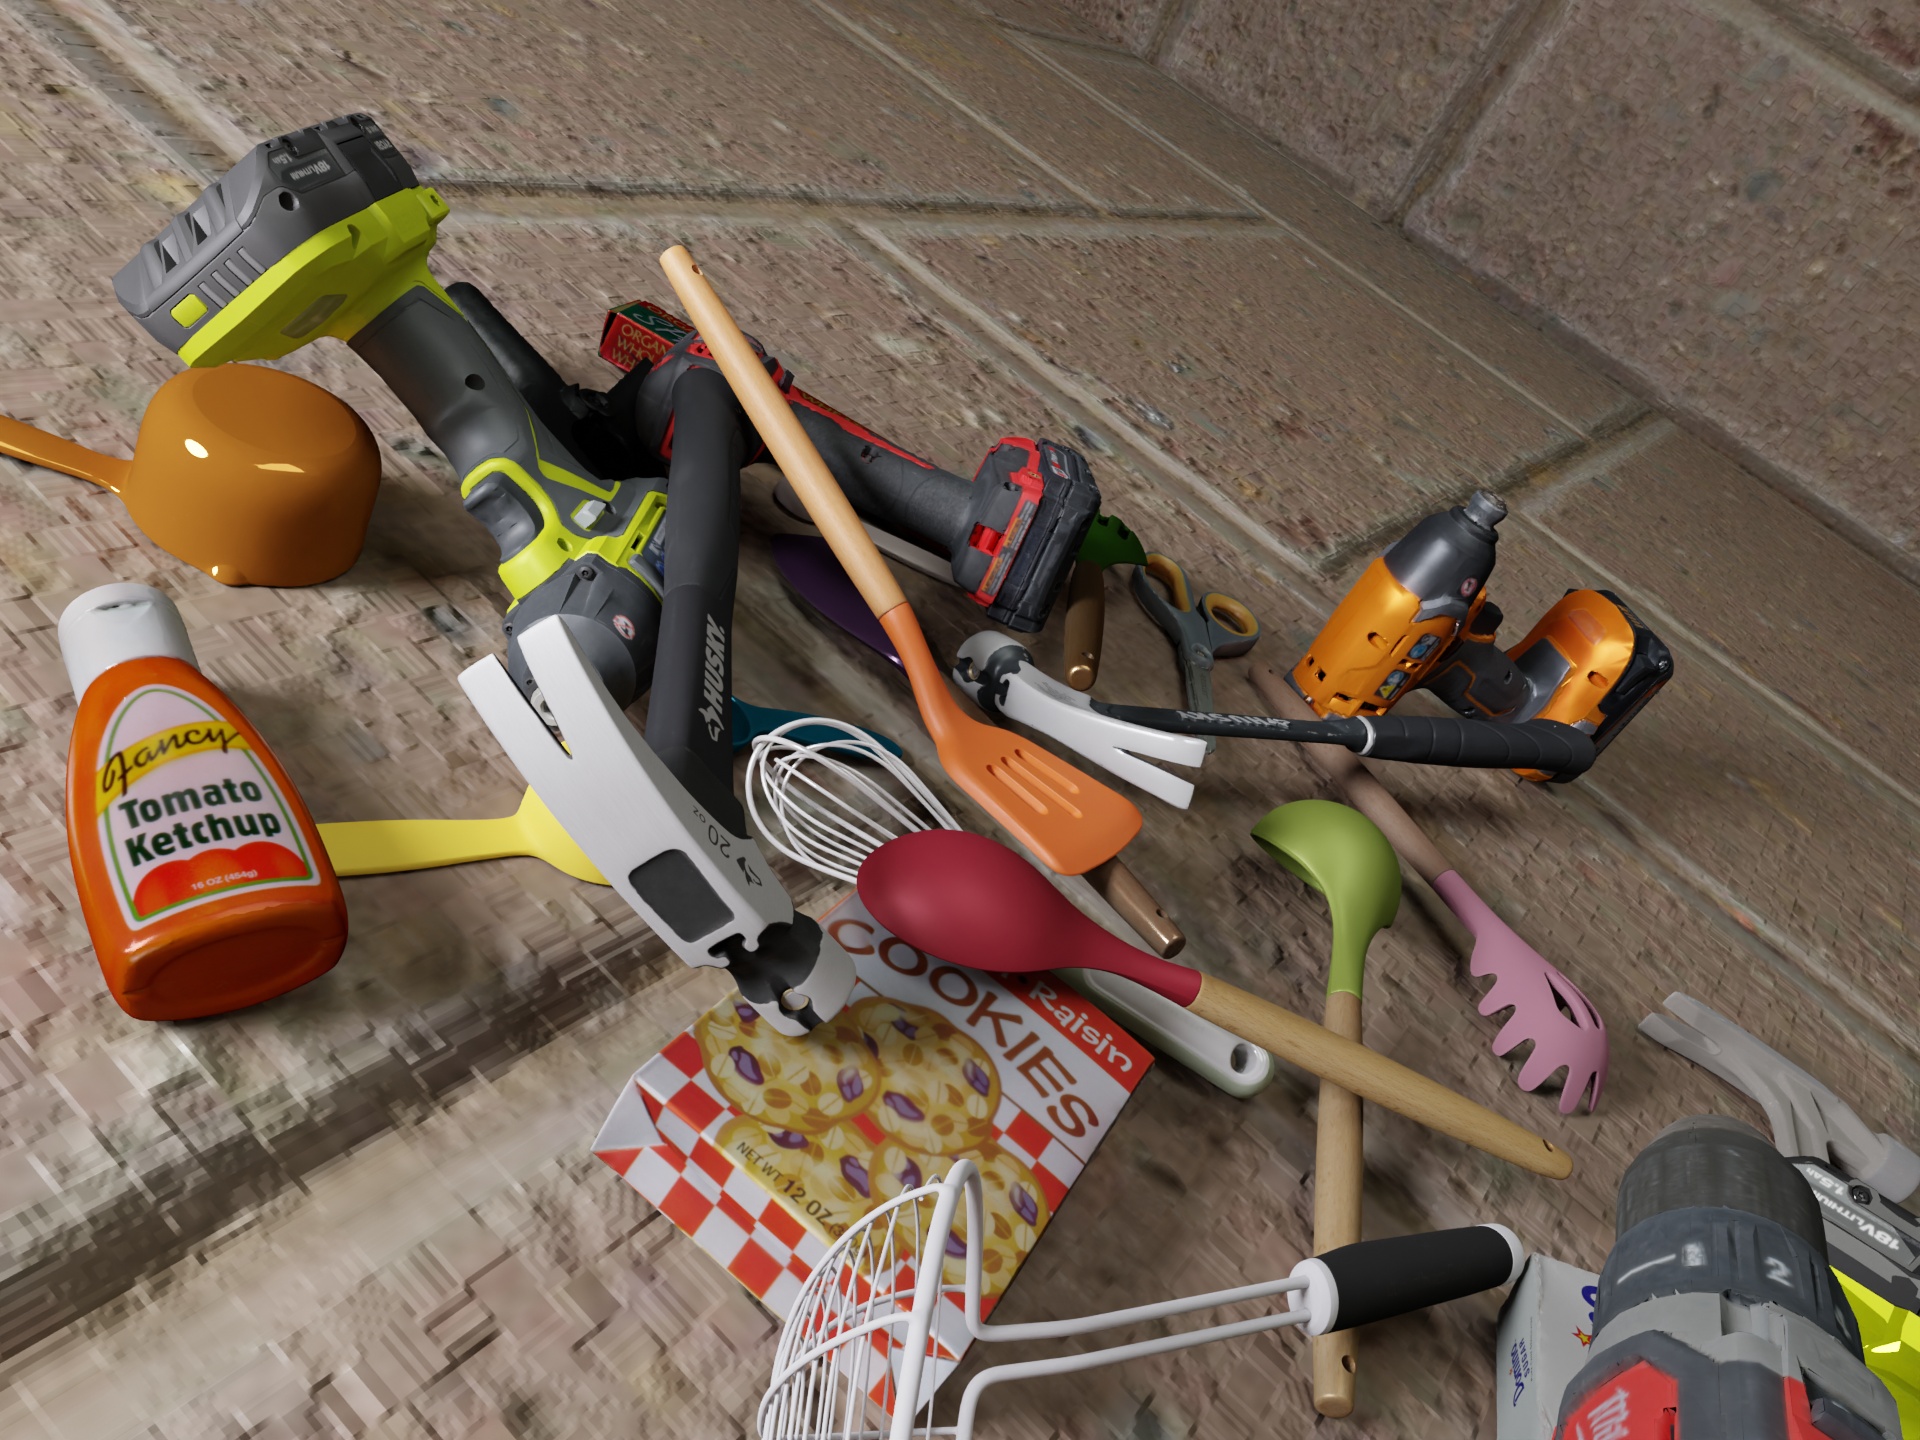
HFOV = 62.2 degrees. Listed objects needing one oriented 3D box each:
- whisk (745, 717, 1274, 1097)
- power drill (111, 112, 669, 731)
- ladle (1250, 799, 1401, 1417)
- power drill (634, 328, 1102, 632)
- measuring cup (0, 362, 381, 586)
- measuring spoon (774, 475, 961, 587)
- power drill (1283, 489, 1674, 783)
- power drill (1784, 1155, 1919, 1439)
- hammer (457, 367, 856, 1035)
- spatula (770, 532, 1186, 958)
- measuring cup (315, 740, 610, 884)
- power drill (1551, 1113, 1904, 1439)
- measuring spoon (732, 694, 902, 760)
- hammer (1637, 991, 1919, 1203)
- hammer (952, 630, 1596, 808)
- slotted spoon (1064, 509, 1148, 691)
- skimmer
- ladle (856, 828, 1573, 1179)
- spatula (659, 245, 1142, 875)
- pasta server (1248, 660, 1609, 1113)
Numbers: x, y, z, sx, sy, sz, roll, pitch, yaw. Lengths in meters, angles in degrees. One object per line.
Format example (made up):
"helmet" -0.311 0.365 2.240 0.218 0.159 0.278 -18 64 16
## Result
"whisk" 0.021 0.077 0.625 0.246 0.059 0.058 34 68 -5
"power drill" -0.187 -0.103 0.592 0.223 0.080 0.171 50 18 -20
"ladle" 0.149 0.142 0.659 0.078 0.062 0.320 37 36 -13
"power drill" -0.047 -0.131 0.794 0.219 0.078 0.143 22 19 -9
"measuring cup" -0.305 -0.110 0.595 0.173 0.052 0.095 19 33 -25
"measuring spoon" -0.041 -0.103 0.856 0.124 0.018 0.034 25 31 -12
"power drill" 0.324 -0.049 0.963 0.226 0.164 0.084 13 35 -32
"power drill" 0.222 0.244 0.460 0.191 0.080 0.228 33 58 21
"hammer" -0.098 -0.050 0.574 0.146 0.035 0.335 52 16 -33
"spatula" -0.001 -0.002 0.724 0.059 0.018 0.316 -1 37 -42
"measuring cup" -0.163 0.031 0.540 0.156 0.029 0.062 -3 44 -44
"power drill" 0.111 0.198 0.346 0.080 0.226 0.188 35 31 6
"measuring spoon" -0.076 0.009 0.670 0.128 0.021 0.042 13 33 -44
"hammer" 0.368 0.255 0.683 0.149 0.036 0.359 34 30 5
"hammer" 0.200 0.007 0.828 0.408 0.036 0.149 4 18 -35
"slotted spoon" 0.069 -0.070 0.835 0.070 0.031 0.314 22 20 -2
"skimmer" 0.088 0.180 0.450 0.363 0.127 0.090 9 -6 -42
"ladle" 0.107 0.112 0.594 0.315 0.031 0.069 27 29 -16
"spatula" -0.035 -0.072 0.676 0.322 0.041 0.081 58 33 4
"pasta server" 0.236 0.072 0.845 0.060 0.040 0.317 7 34 -35
